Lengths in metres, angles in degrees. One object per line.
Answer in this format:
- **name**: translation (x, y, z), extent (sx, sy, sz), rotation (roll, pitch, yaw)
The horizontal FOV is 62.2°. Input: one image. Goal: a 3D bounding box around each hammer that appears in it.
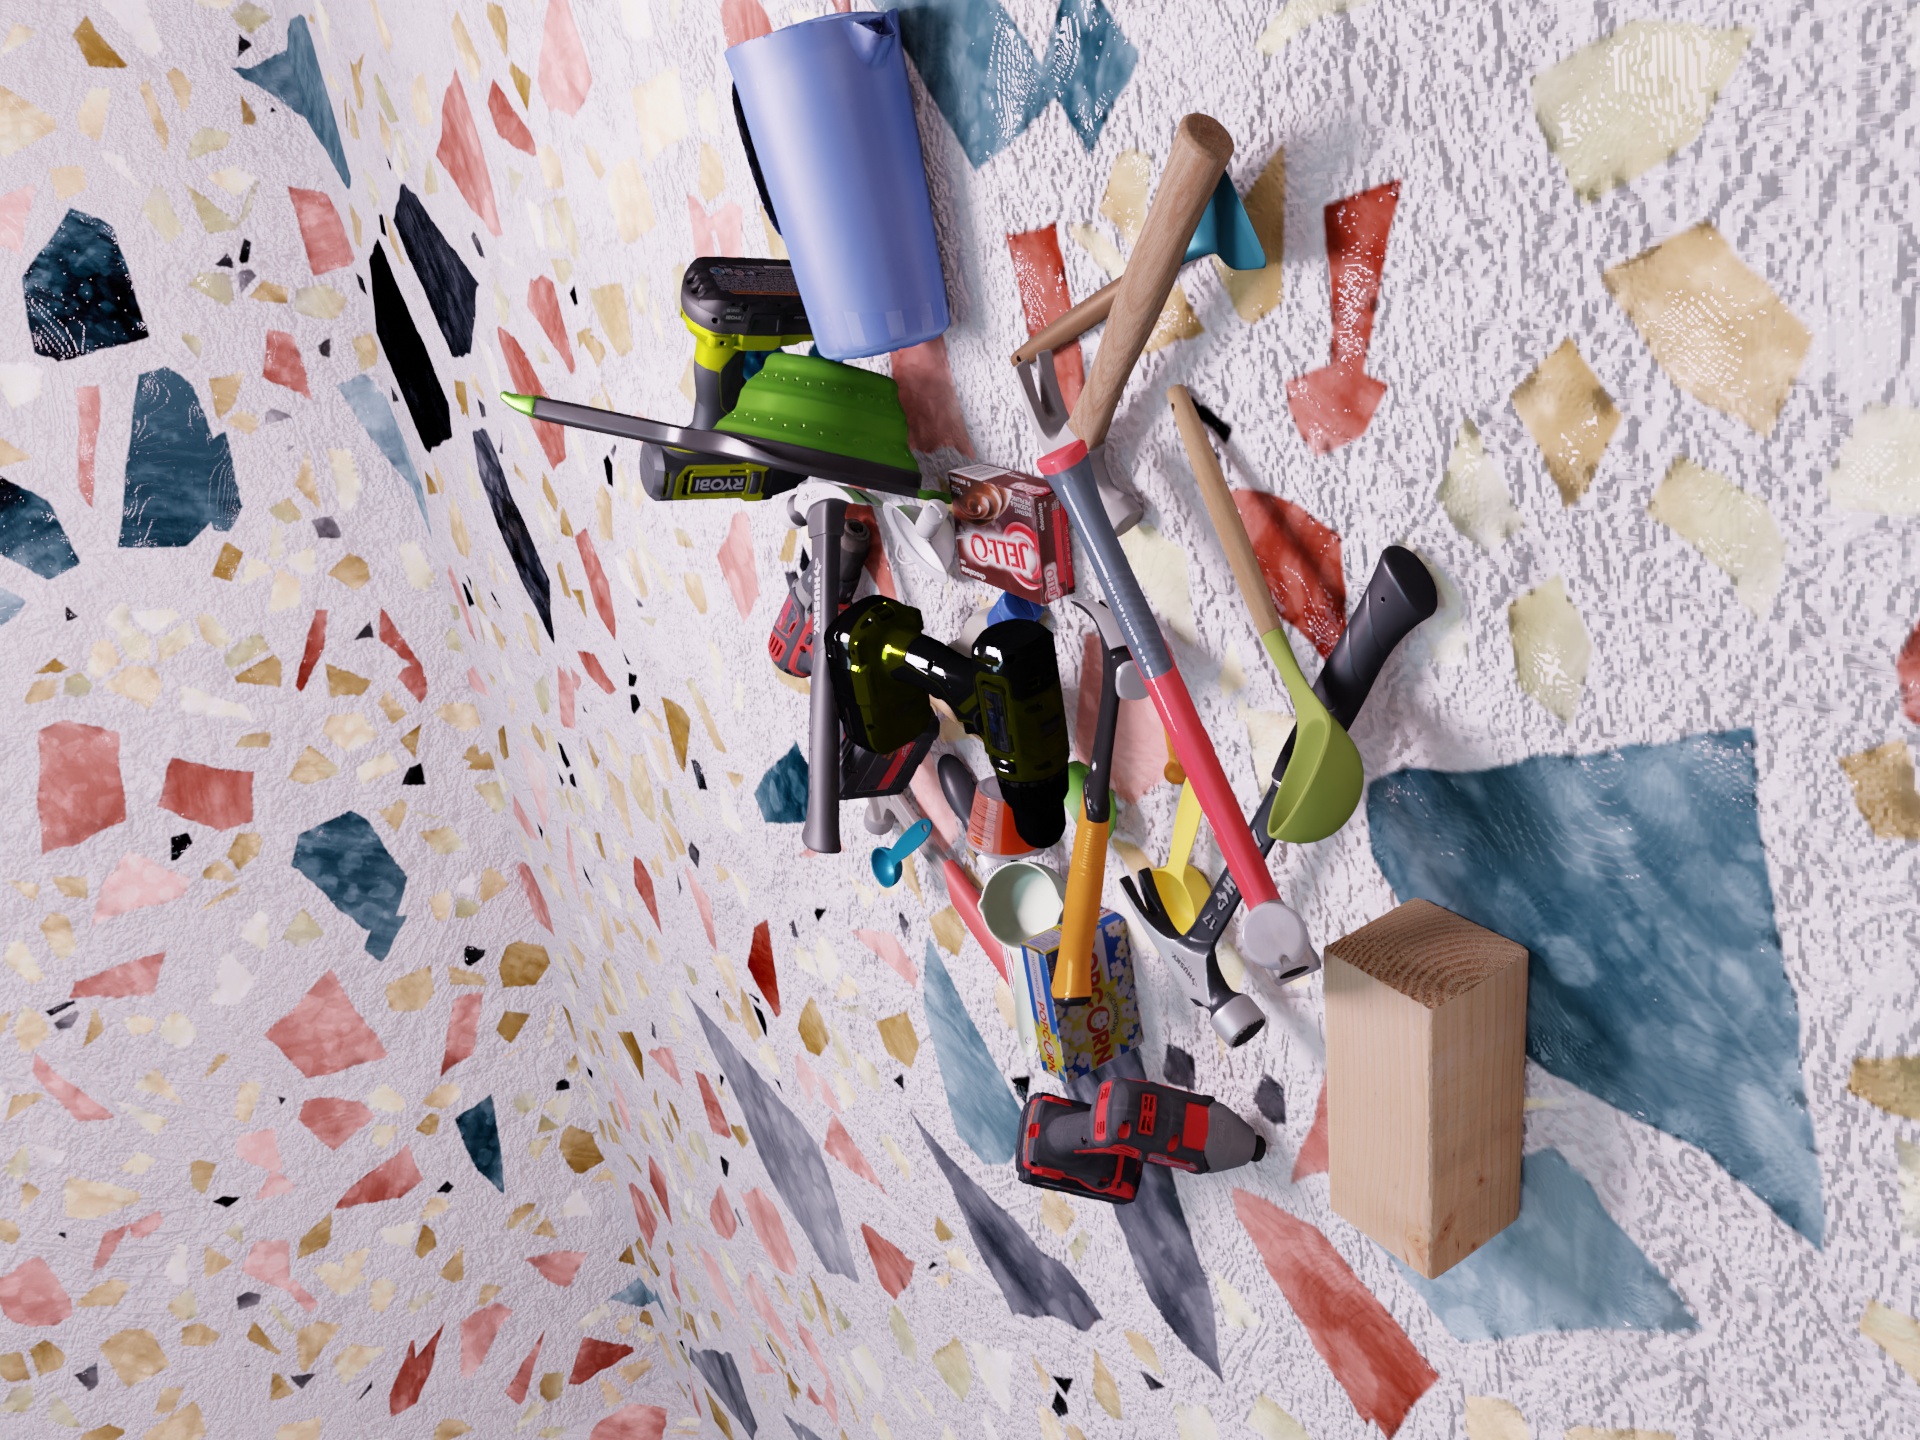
- **hammer**: translation (0.106, -0.252, 1.012), extent (0.130, 0.031, 0.331), rotation (53, 157, 15)
- **hammer**: translation (-0.119, -0.049, 1.423), extent (0.146, 0.035, 0.335), rotation (-6, 83, 56)
- **hammer**: translation (0.099, 0.075, 1.214), extent (0.127, 0.034, 0.336), rotation (-110, 22, -59)
- **hammer**: translation (0.211, 0.048, 1.057), extent (0.149, 0.036, 0.408), rotation (51, 142, 30)
- **hammer**: translation (0.013, 0.174, 1.515), extent (0.359, 0.036, 0.149), rotation (53, 148, 28)
- **hammer**: translation (0.139, -0.012, 1.039), extent (0.387, 0.038, 0.143), rotation (68, -170, 20)

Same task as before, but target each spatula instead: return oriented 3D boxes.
- **spatula**: translation (0.103, -0.284, 1.045), extent (0.082, 0.044, 0.317), rotation (63, 153, -6)

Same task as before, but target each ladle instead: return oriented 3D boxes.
- **ladle**: translation (0.174, -0.075, 0.989), extent (0.078, 0.062, 0.320), rotation (113, 143, -63)

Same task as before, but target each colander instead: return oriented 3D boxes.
- **colander**: translation (-0.191, -0.264, 1.321), extent (0.397, 0.204, 0.094), rotation (13, 97, 10)

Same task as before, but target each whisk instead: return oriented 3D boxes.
- **whisk**: translation (0.039, 0.157, 1.437), extent (0.285, 0.070, 0.070), rotation (66, 152, 17)

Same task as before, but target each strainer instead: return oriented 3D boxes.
- **strainer**: translation (-0.025, -0.156, 1.288), extent (0.087, 0.050, 0.258), rotation (51, 177, -3)

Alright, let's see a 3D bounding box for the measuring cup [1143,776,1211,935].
- **measuring cup**: translation (0.175, 0.095, 1.196), extent (0.062, 0.029, 0.156), rotation (38, 133, 40)

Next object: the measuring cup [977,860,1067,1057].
- **measuring cup**: translation (0.062, 0.204, 1.374), extent (0.083, 0.038, 0.167), rotation (-4, 87, 29)

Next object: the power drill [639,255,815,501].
- **power drill**: translation (-0.189, -0.298, 1.433), extent (0.080, 0.171, 0.223), rotation (61, 145, 38)

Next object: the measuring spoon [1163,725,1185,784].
- **measuring spoon**: translation (0.152, -0.005, 1.179), extent (0.021, 0.011, 0.116), rotation (21, 126, 54)

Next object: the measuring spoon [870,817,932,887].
- **measuring spoon**: translation (-0.050, 0.124, 1.546), extent (0.128, 0.021, 0.042), rotation (-46, 65, 50)

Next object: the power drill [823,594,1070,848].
- **power drill**: translation (-0.002, -0.004, 1.305), extent (0.229, 0.080, 0.190), rotation (20, 131, 43)

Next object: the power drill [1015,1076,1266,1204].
- **power drill**: translation (0.144, 0.345, 1.308), extent (0.219, 0.143, 0.079), rotation (138, 145, -61)

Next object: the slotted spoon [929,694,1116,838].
- **slotted spoon**: translation (0.042, 0.022, 1.375), extent (0.314, 0.031, 0.070), rotation (35, 137, 49)

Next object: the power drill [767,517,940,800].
- **power drill**: translation (-0.102, -0.058, 1.494), extent (0.187, 0.080, 0.227), rotation (-58, 47, 42)
